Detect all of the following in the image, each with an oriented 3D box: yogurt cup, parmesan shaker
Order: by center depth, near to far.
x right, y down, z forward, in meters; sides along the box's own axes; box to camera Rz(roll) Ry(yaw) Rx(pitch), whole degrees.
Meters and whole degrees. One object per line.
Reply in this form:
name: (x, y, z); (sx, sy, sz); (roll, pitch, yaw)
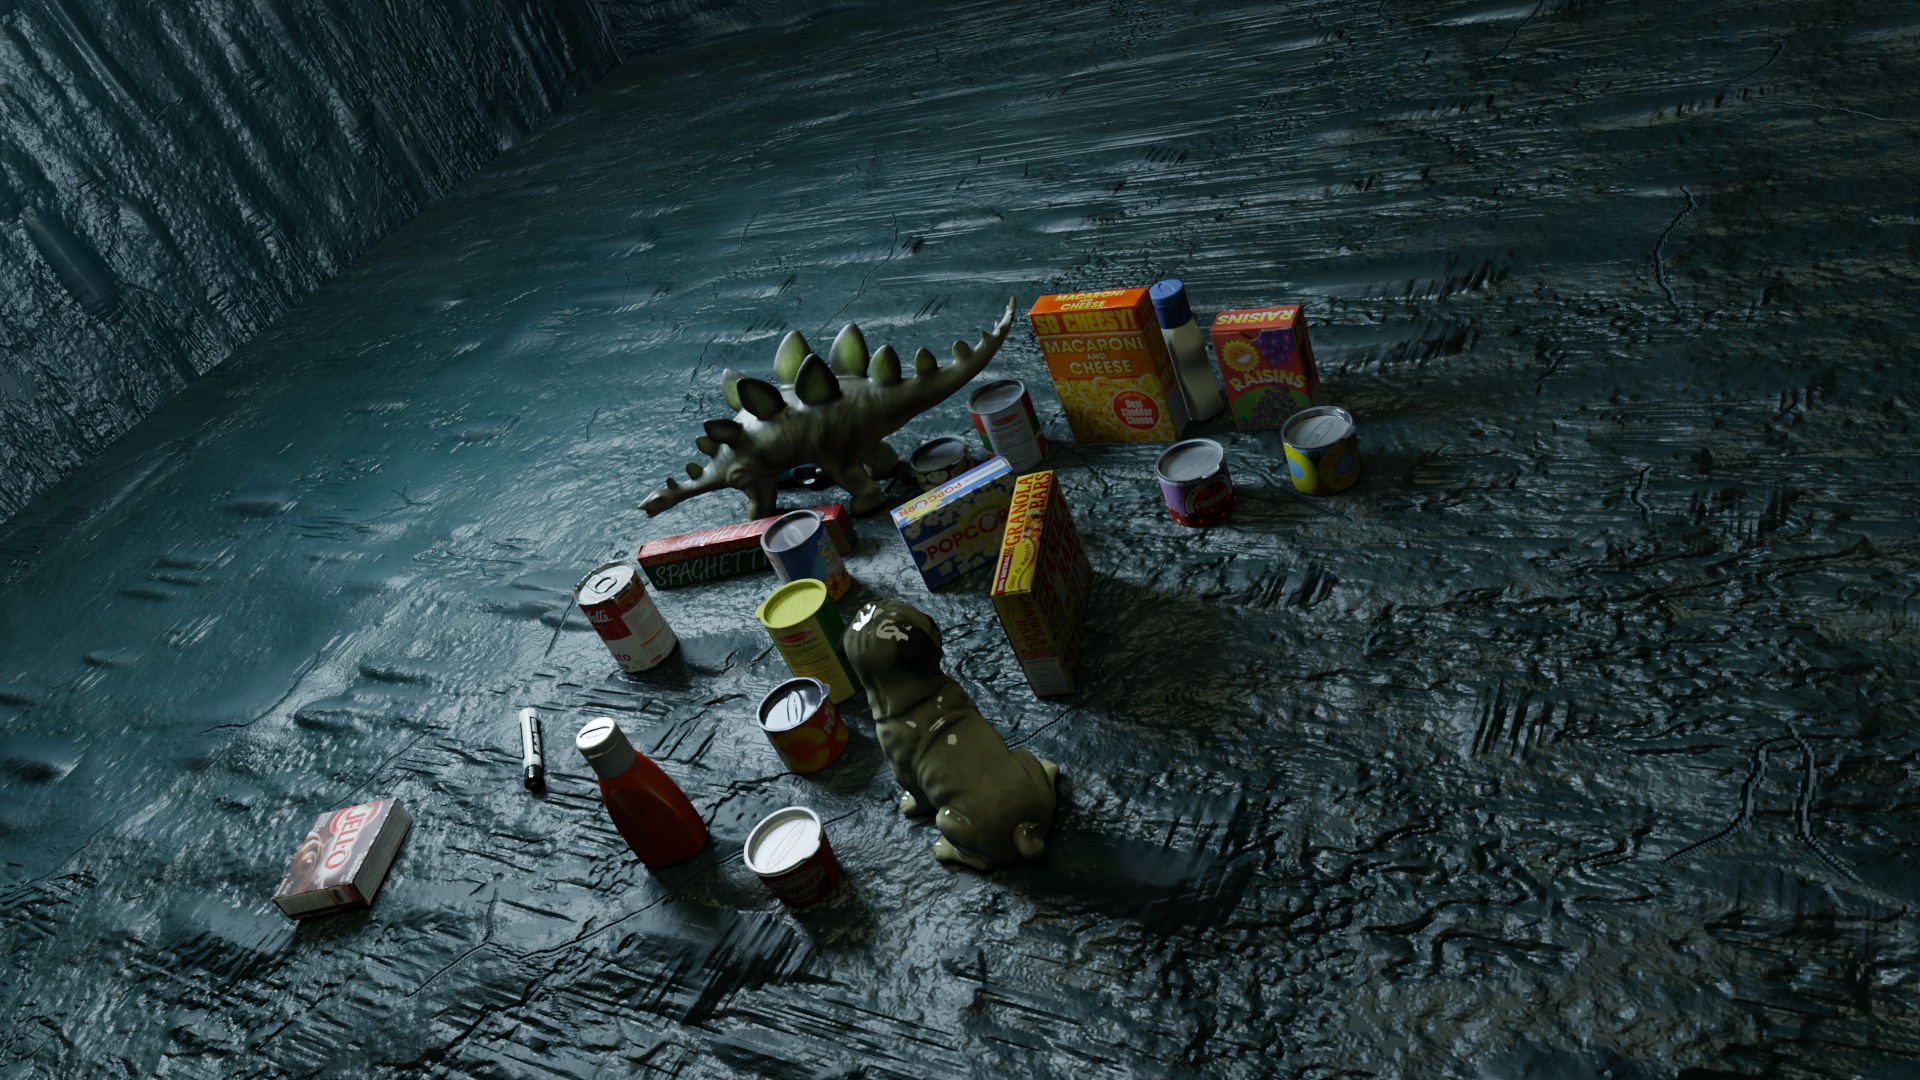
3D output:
yogurt cup: (-0.133, 0.256, 1.114); (0.072, 0.053, 0.073); (-16, 35, 11)
parmesan shaker: (-0.138, 0.096, 1.292); (0.071, 0.102, 0.072); (-16, 35, 12)

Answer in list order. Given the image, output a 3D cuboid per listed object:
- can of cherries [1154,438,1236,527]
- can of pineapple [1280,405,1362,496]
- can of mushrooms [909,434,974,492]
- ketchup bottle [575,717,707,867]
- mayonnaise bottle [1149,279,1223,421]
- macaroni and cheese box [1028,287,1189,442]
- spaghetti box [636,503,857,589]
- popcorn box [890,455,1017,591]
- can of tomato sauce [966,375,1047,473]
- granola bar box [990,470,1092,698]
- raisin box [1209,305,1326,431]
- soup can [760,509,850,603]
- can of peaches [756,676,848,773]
can of cherries: (0.225, -0.053, 1.319); (0.071, 0.058, 0.072); (-16, 35, 12)
can of pineapple: (0.337, -0.082, 1.291); (0.071, 0.057, 0.071); (-16, 35, 12)
can of mushrooms: (-0.018, -0.083, 1.527); (0.071, 0.033, 0.071); (-16, 35, 11)
ketchup bottle: (-0.273, 0.213, 1.172); (0.064, 0.148, 0.044); (-16, 35, 11)
mayonnaise bottle: (0.231, -0.197, 1.431); (0.041, 0.147, 0.065); (-25, 34, -2)
macaroni and cheese box: (0.154, -0.179, 1.435); (0.123, 0.165, 0.040); (1, 41, 32)
spaghetti box: (-0.236, 0.008, 1.517); (0.250, 0.050, 0.029); (-11, 36, 18)
popcorn box: (0.005, -0.017, 1.377); (0.127, 0.085, 0.038); (-27, 34, -6)
can of tomato sauce: (0.051, -0.124, 1.497); (0.071, 0.082, 0.071); (-16, 35, 12)
granola bar box: (0.074, 0.037, 1.227); (0.039, 0.123, 0.166); (-10, 36, 20)
raisin box: (0.304, -0.168, 1.370); (0.086, 0.123, 0.040); (1, 41, 32)
soup can: (-0.155, 0.020, 1.423); (0.071, 0.083, 0.072); (-16, 35, 12)
can of peaches: (-0.138, 0.164, 1.239); (0.071, 0.057, 0.071); (-16, 35, 12)
